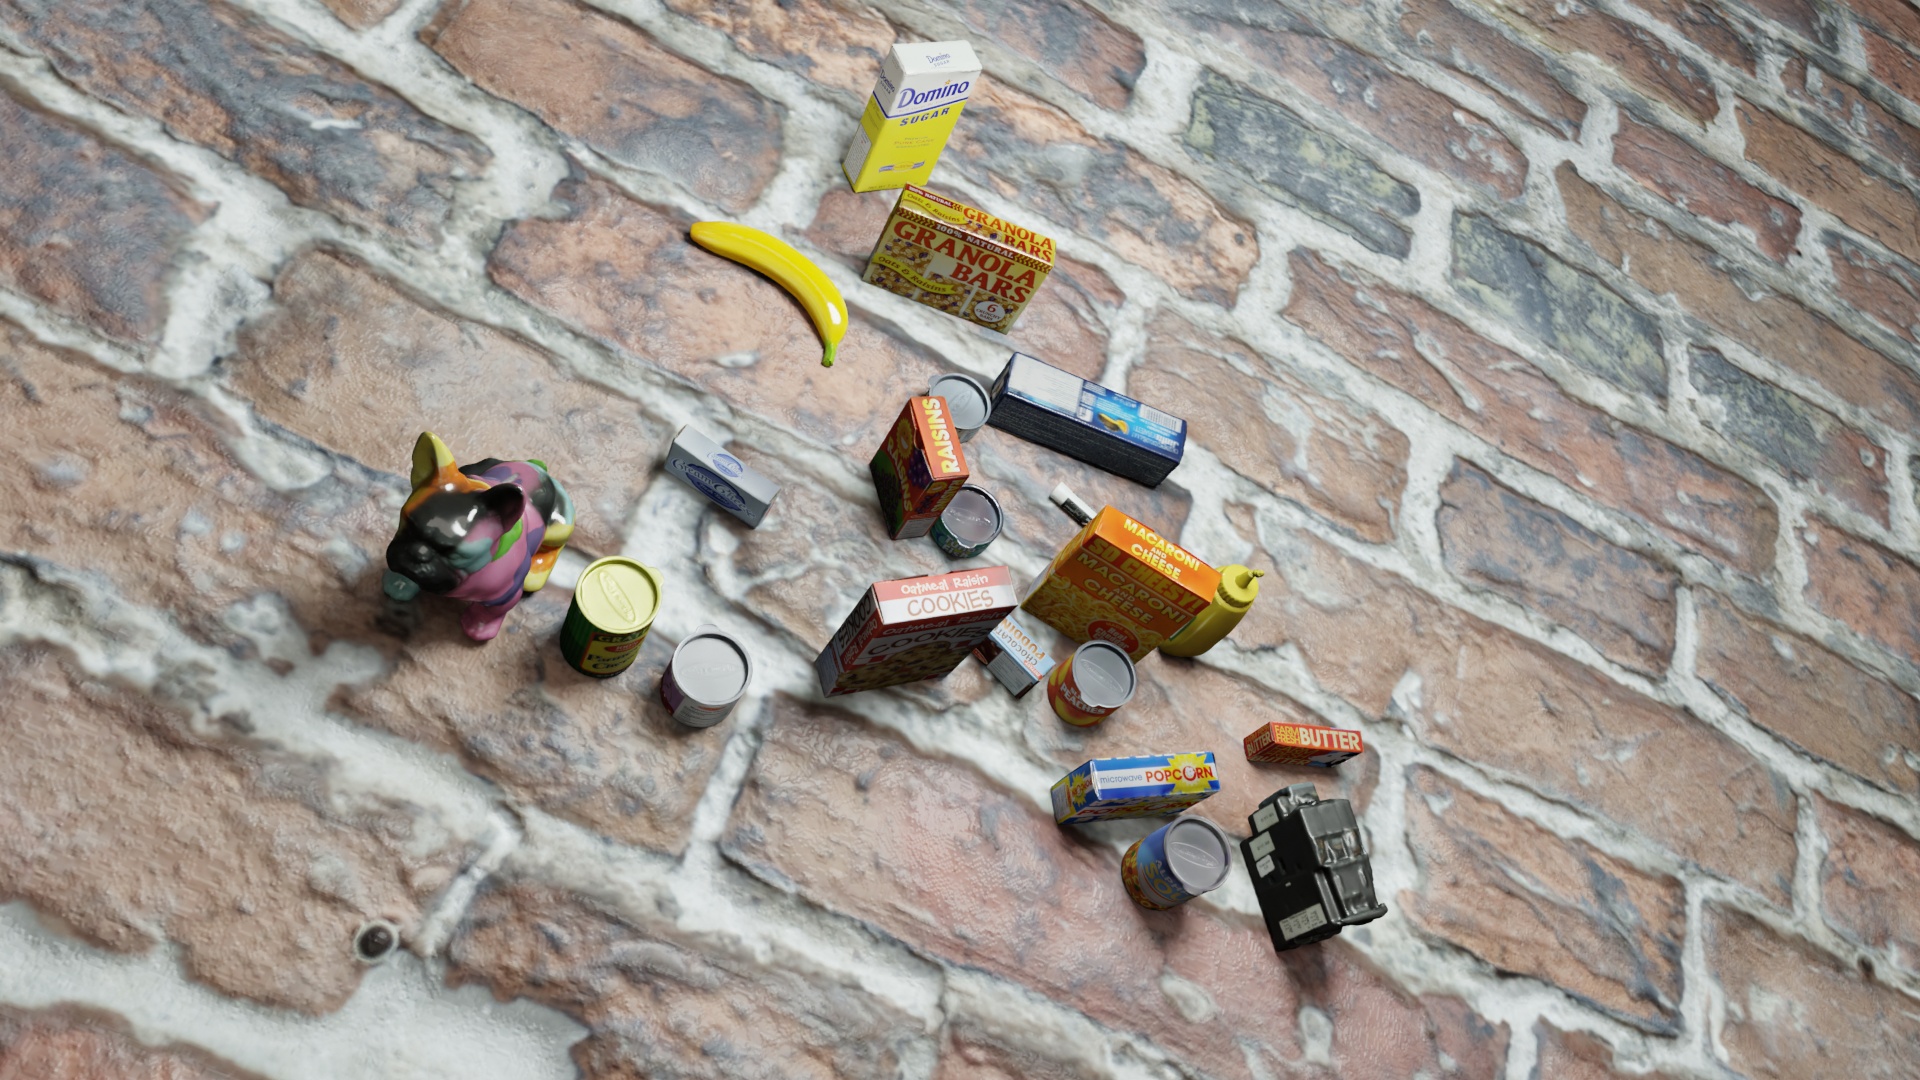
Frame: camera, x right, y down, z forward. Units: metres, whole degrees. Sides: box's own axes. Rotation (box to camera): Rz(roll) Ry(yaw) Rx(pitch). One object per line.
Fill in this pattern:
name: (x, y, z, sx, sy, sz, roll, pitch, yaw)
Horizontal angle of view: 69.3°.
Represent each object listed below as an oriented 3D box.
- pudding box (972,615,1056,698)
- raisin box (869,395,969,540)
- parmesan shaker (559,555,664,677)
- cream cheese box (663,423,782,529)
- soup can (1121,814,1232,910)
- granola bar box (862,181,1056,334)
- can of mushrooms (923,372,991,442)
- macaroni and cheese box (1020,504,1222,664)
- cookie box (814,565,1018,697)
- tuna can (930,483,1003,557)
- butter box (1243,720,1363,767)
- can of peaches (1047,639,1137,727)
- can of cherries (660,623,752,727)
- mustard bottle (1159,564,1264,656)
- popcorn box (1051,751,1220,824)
pudding box: (0.042, 0.100, 1.275, 0.084, 0.049, 0.030, 45, 56, 5)
raisin box: (-0.040, -0.066, 1.285, 0.040, 0.122, 0.086, -5, 66, -26)
parmesan shaker: (-0.281, 0.063, 1.122, 0.071, 0.102, 0.071, 10, 60, -18)
cream cheese box: (-0.214, -0.056, 1.246, 0.104, 0.053, 0.024, 34, 56, -3)
soup can: (0.188, 0.286, 1.217, 0.071, 0.083, 0.071, 10, 60, -18)
granola bar box: (-0.002, -0.287, 1.421, 0.165, 0.123, 0.039, 19, 58, -14)
can of mushrooms: (-0.007, -0.134, 1.390, 0.071, 0.033, 0.071, 10, 60, -18)
macaroni and cheese box: (0.144, 0.046, 1.278, 0.124, 0.165, 0.040, 31, 56, -5)
cookie box: (-0.040, 0.077, 1.180, 0.123, 0.166, 0.040, -7, 67, -27)
tuna can: (0.005, -0.017, 1.332, 0.071, 0.032, 0.071, 10, 60, -18)
butter box: (0.332, 0.198, 1.346, 0.103, 0.053, 0.024, 8, 61, -19)
can of peaches: (0.120, 0.135, 1.285, 0.071, 0.057, 0.071, 10, 60, -18)
can of cherries: (-0.211, 0.113, 1.153, 0.071, 0.058, 0.072, 10, 60, -18)
mustard bottle: (0.240, 0.059, 1.317, 0.049, 0.159, 0.065, 10, 60, -19)
popcorn box: (0.155, 0.221, 1.237, 0.127, 0.084, 0.038, 0, 64, -23)
